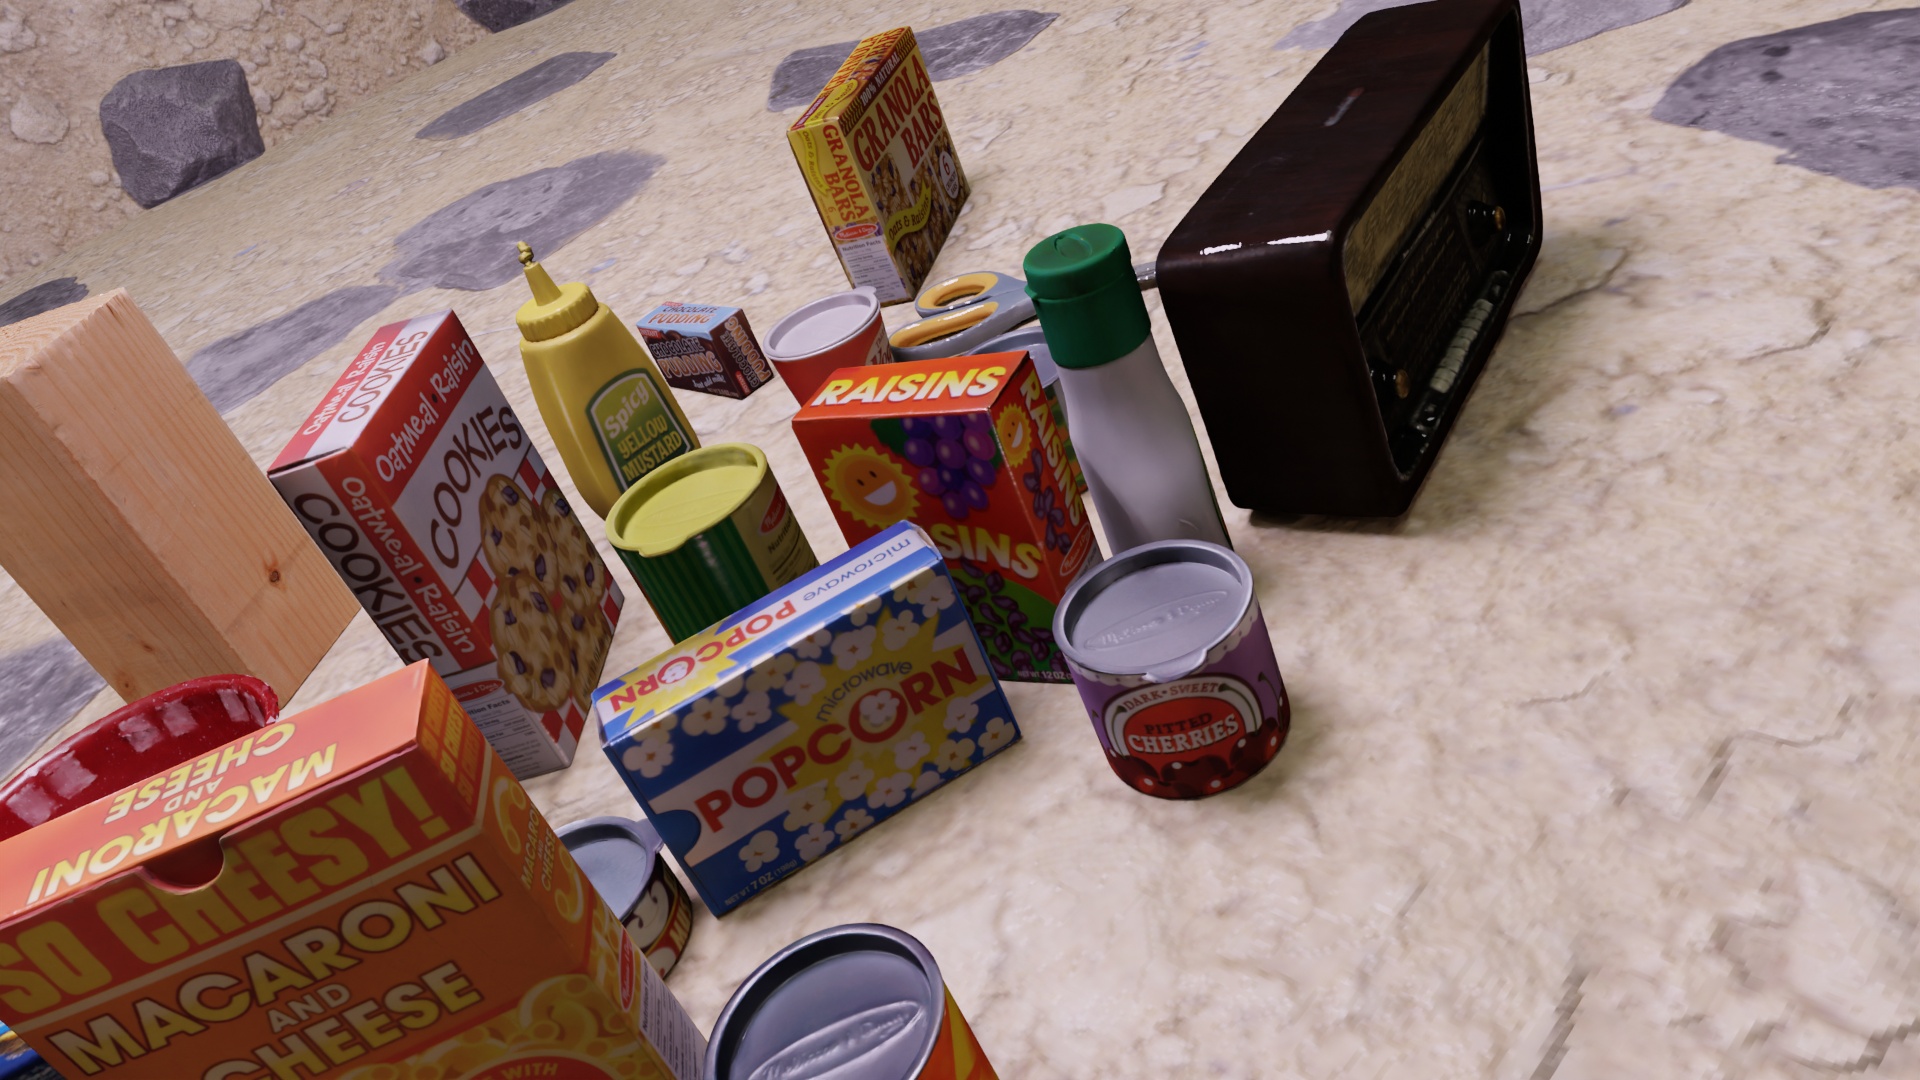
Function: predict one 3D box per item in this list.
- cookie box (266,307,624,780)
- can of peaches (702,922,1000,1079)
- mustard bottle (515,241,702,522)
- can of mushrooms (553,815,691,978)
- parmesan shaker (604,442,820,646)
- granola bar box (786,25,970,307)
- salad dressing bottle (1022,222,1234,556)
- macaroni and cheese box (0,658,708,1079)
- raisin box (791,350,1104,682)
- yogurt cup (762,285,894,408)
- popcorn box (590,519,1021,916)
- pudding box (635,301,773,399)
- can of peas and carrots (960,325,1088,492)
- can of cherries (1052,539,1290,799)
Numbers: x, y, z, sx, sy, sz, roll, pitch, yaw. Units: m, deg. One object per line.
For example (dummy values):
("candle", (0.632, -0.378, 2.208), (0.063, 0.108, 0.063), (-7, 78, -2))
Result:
("cookie box", (-0.210, 0.002, 0.595), (0.040, 0.166, 0.123), (-17, 32, 10))
("can of peaches", (-0.025, 0.147, 0.364), (0.071, 0.057, 0.071), (-16, 32, 11))
("mustard bottle", (-0.185, -0.078, 0.704), (0.049, 0.159, 0.065), (14, 47, 45))
("can of mushrooms", (-0.127, 0.129, 0.478), (0.071, 0.033, 0.071), (-16, 32, 11))
("parmesan shaker", (-0.086, 0.024, 0.544), (0.071, 0.102, 0.072), (-16, 32, 11))
("granola bar box", (-0.049, -0.244, 0.901), (0.039, 0.123, 0.166), (-9, 34, 22))
("salad dressing bottle", (0.062, -0.041, 0.506), (0.044, 0.147, 0.064), (-24, 31, -2))
("macaroni and cheese box", (-0.156, 0.127, 0.374), (0.124, 0.165, 0.040), (-24, 31, -1))
("raisin box", (0.002, -0.006, 0.514), (0.086, 0.123, 0.040), (0, 38, 33))
("yogurt cup", (-0.067, -0.097, 0.760), (0.072, 0.053, 0.073), (-16, 32, 11))
("popcorn box", (-0.051, 0.061, 0.483), (0.127, 0.085, 0.038), (-29, 32, -10))
("pudding box", (-0.157, -0.118, 0.853), (0.084, 0.049, 0.030), (14, 47, 45))
("can of peas and carrots", (0.029, -0.055, 0.632), (0.071, 0.058, 0.071), (-16, 32, 11))
("can of cherries", (0.070, 0.044, 0.457), (0.071, 0.058, 0.072), (-16, 32, 11))
